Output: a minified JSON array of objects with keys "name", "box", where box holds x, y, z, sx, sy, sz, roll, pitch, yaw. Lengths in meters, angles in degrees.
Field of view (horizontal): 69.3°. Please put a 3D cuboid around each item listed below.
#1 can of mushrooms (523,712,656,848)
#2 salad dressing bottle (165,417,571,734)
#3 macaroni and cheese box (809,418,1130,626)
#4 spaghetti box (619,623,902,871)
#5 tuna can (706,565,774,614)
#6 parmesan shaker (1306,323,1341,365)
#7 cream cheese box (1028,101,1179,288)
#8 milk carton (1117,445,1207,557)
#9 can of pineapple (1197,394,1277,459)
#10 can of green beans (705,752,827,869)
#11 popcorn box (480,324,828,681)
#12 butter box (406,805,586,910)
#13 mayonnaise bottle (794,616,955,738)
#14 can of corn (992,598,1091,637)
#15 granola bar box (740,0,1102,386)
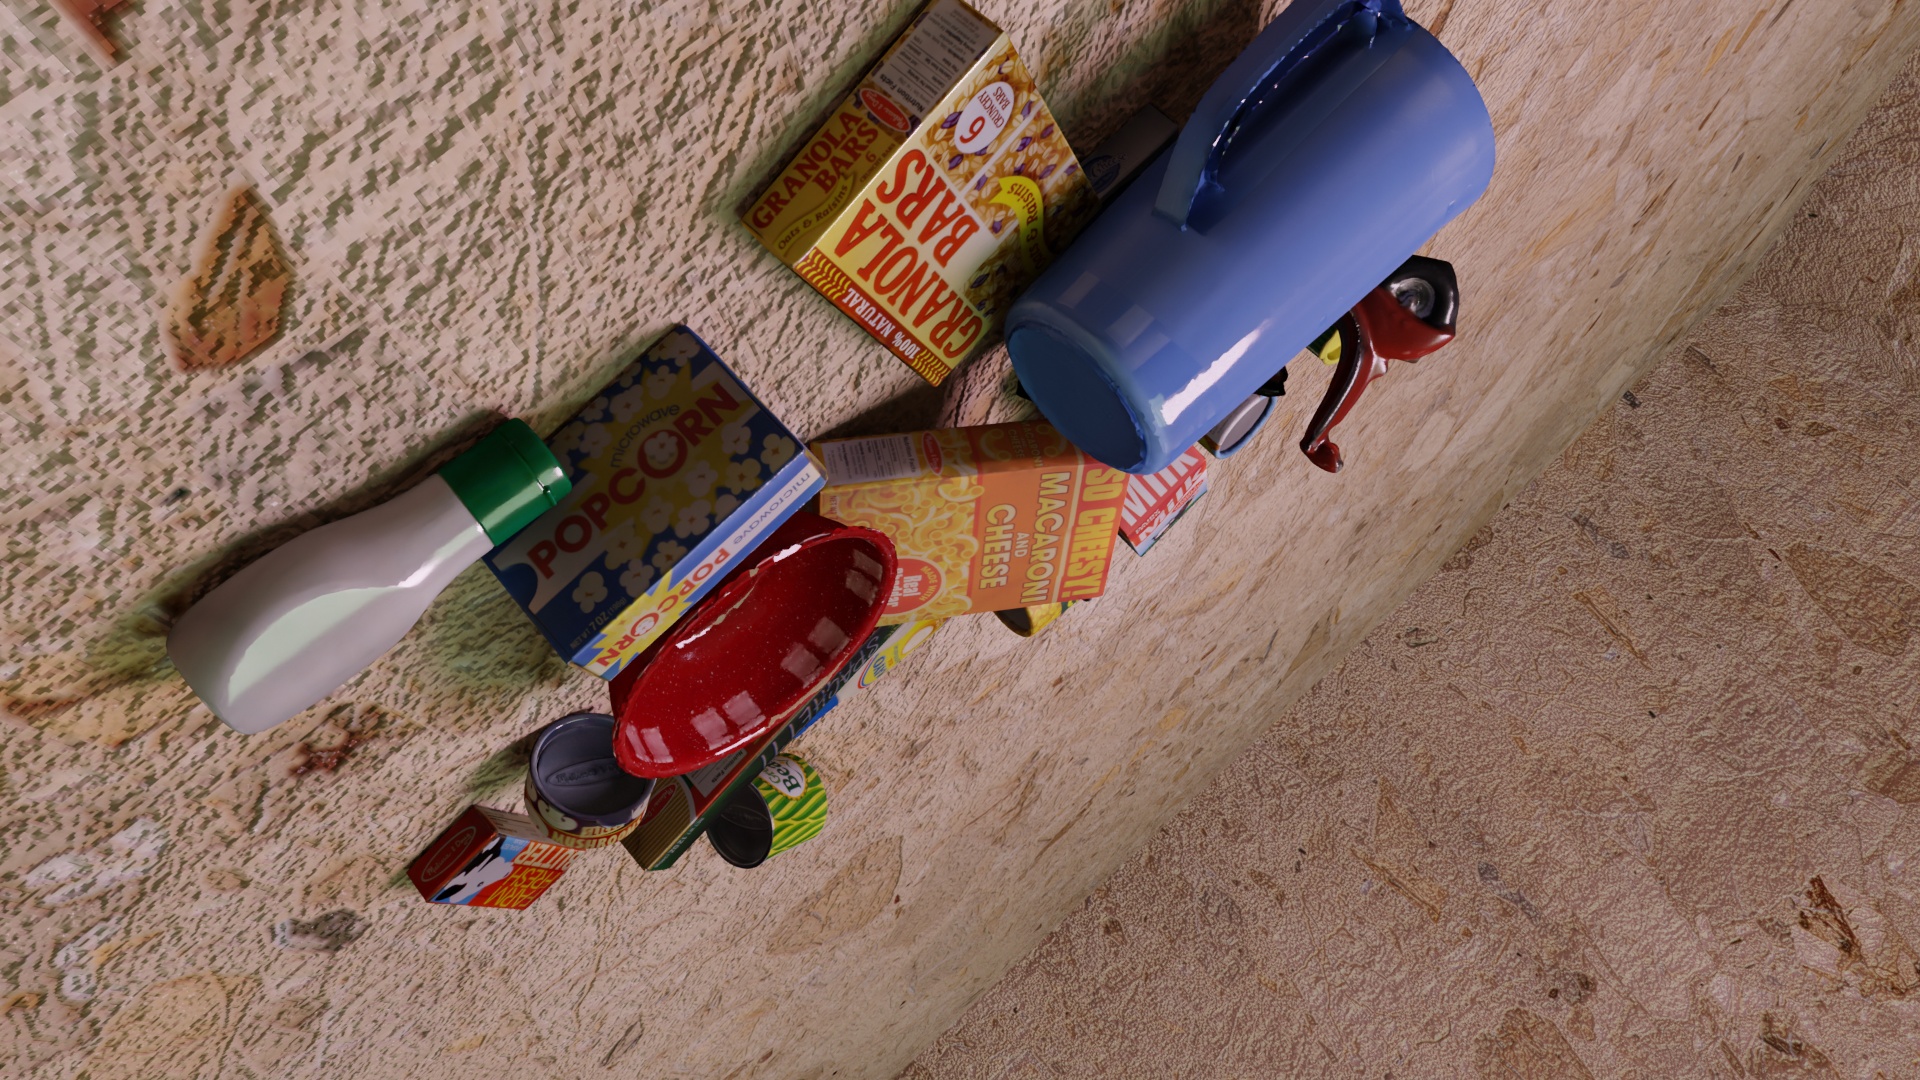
[{"name":"can of mushrooms","box":[-0.196,0.130,0.739,0.071,0.071,0.033,-25,153,-41]},{"name":"salad dressing bottle","box":[-0.217,0.010,0.522,0.148,0.044,0.064,-39,156,-18]},{"name":"macaroni and cheese box","box":[0.003,-0.010,0.769,0.167,0.040,0.123,-7,141,-11]},{"name":"spaghetti box","box":[-0.118,0.099,0.853,0.250,0.050,0.028,-46,160,4]},{"name":"tuna can","box":[-0.122,0.003,0.693,0.071,0.033,0.070,-37,157,-18]},{"name":"parmesan shaker","box":[0.217,-0.169,0.894,0.071,0.103,0.071,-38,157,-19]},{"name":"cream cheese box","box":[0.072,-0.176,0.728,0.104,0.024,0.053,-42,158,-7]},{"name":"milk carton","box":[0.117,-0.046,0.939,0.072,0.073,0.190,-45,168,2]},{"name":"can of pineapple","box":[0.194,-0.103,1.035,0.071,0.058,0.070,-37,158,-18]},{"name":"can of green beans","box":[-0.134,0.185,0.958,0.058,0.071,0.071,-14,143,-54]},{"name":"popcorn box","box":[-0.130,-0.016,0.572,0.127,0.085,0.038,-43,159,-5]},{"name":"butter box","box":[-0.258,0.180,0.783,0.053,0.024,0.103,-44,159,-3]},{"name":"mayonnaise bottle","box":[-0.062,0.070,0.911,0.148,0.041,0.064,-39,160,-16]},{"name":"can of corn","box":[0.054,0.030,1.009,0.058,0.071,0.070,-35,157,-21]},{"name":"granola bar box","box":[-0.010,-0.146,0.615,0.124,0.039,0.165,-48,159,5]}]
